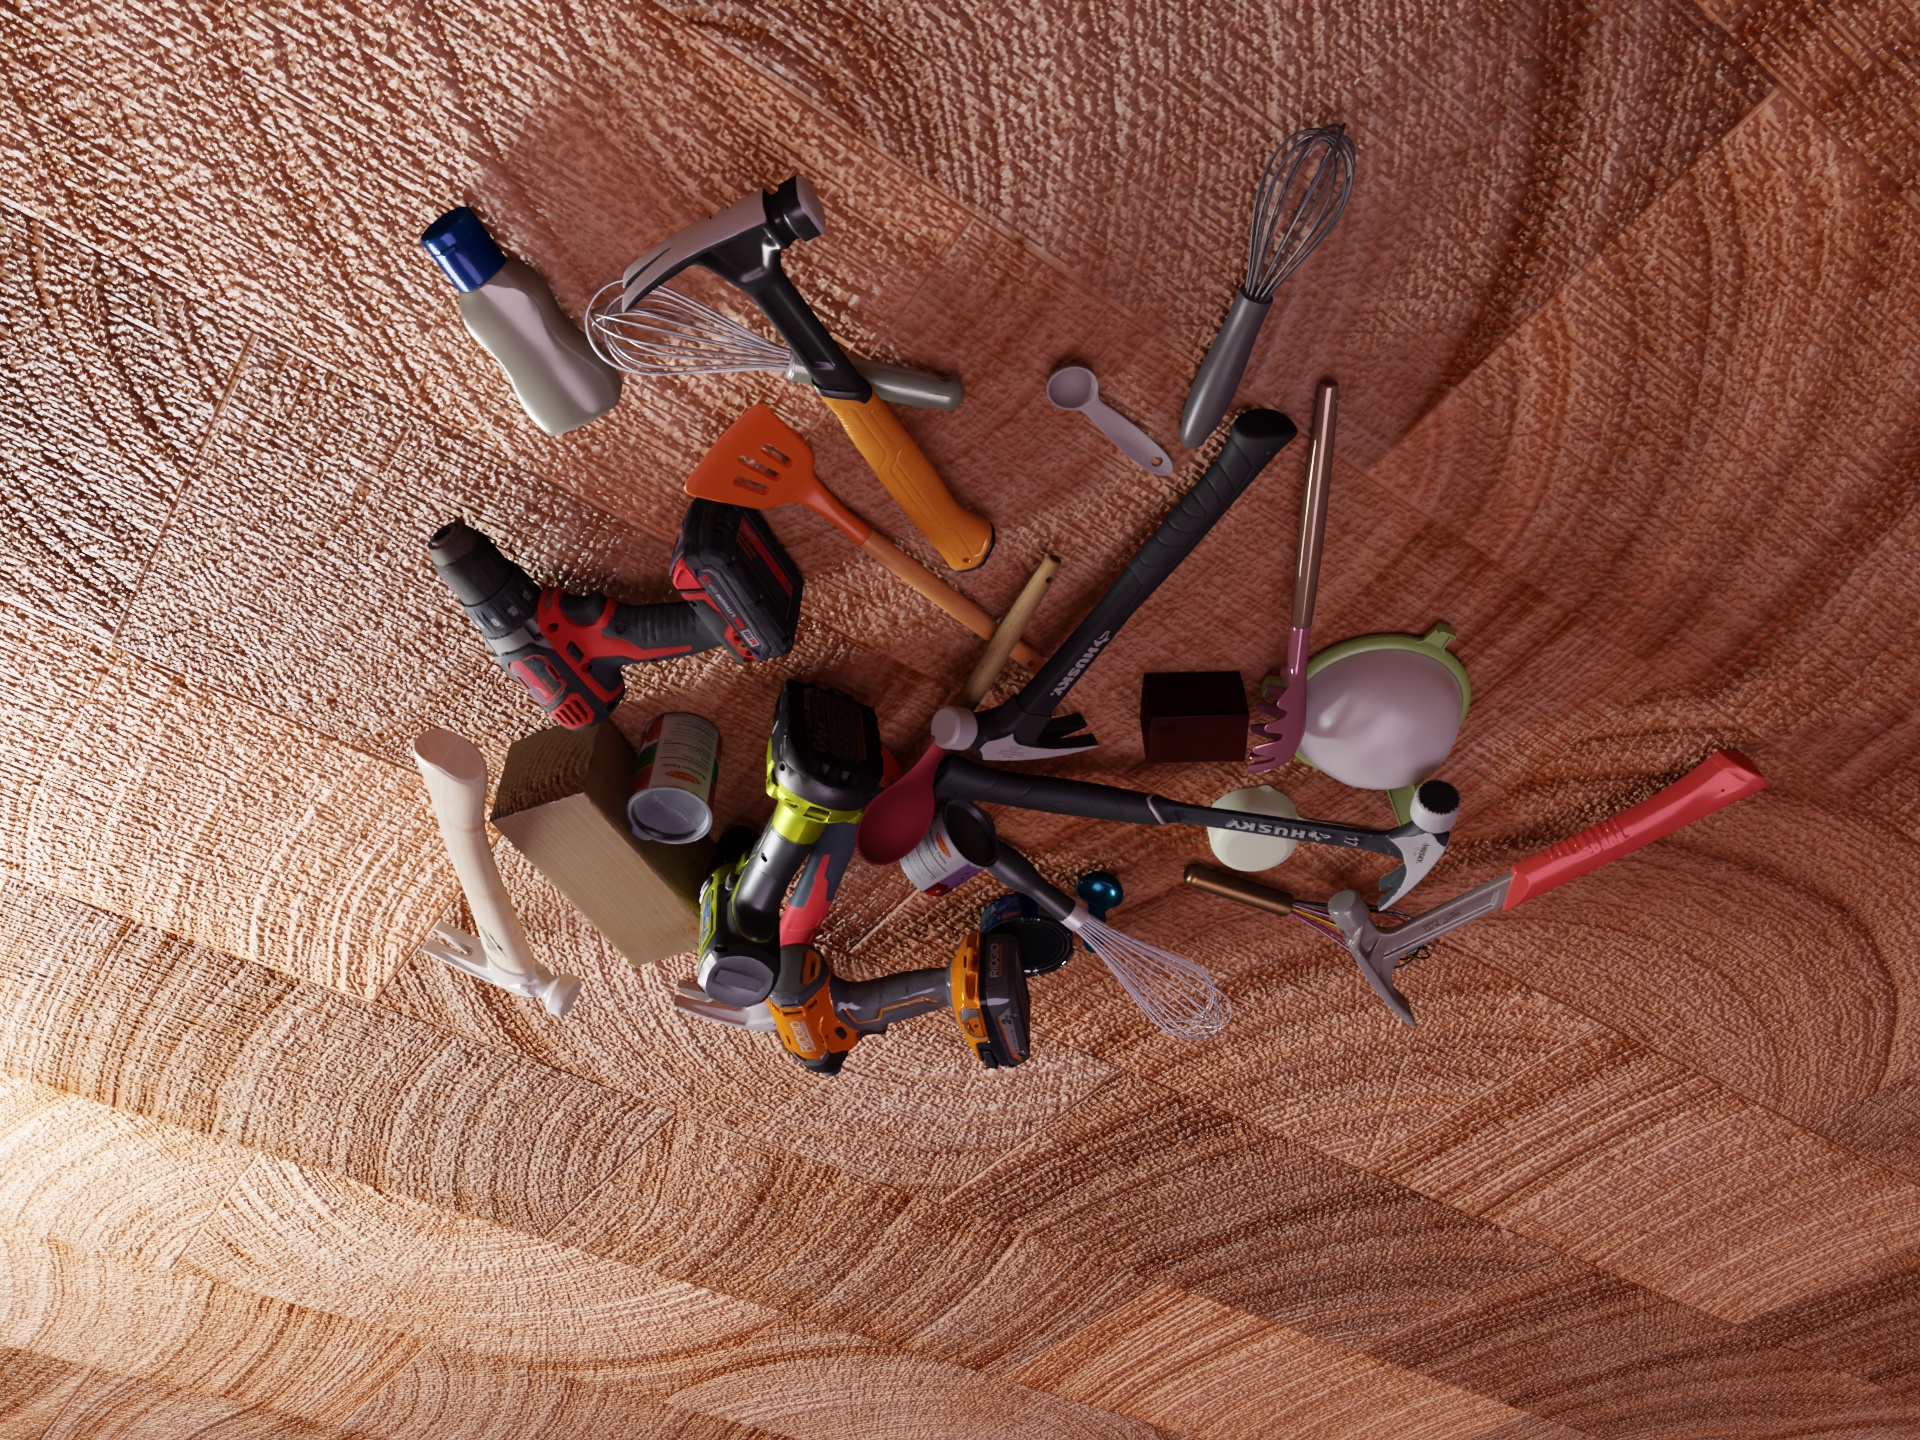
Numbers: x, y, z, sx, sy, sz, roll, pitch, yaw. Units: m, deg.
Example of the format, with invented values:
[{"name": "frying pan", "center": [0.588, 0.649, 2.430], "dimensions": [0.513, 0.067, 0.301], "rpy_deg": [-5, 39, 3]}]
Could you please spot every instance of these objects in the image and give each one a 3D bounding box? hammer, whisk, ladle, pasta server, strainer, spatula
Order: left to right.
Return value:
[{"name": "hammer", "center": [-0.394, 0.122, 1.276], "dimensions": [0.146, 0.038, 0.410], "rpy_deg": [22, 148, 7]}, {"name": "whisk", "center": [-0.115, -0.233, 1.017], "dimensions": [0.246, 0.058, 0.059], "rpy_deg": [9, 113, -15]}, {"name": "hammer", "center": [-0.145, 0.153, 1.397], "dimensions": [0.143, 0.038, 0.386], "rpy_deg": [15, 133, -12]}, {"name": "hammer", "center": [-0.071, -0.194, 1.012], "dimensions": [0.127, 0.034, 0.336], "rpy_deg": [-20, 144, 18]}, {"name": "spatula", "center": [-0.050, -0.113, 1.134], "dimensions": [0.322, 0.041, 0.081], "rpy_deg": [34, 110, -31]}, {"name": "ladle", "center": [-0.002, -0.004, 1.216], "dimensions": [0.069, 0.031, 0.315], "rpy_deg": [3, 133, -36]}, {"name": "whisk", "center": [0.123, 0.191, 1.393], "dimensions": [0.284, 0.070, 0.070], "rpy_deg": [38, 125, -12]}, {"name": "hammer", "center": [0.123, -0.089, 1.142], "dimensions": [0.146, 0.035, 0.334], "rpy_deg": [7, 133, -43]}, {"name": "hammer", "center": [0.178, 0.076, 1.276], "dimensions": [0.409, 0.036, 0.149], "rpy_deg": [8, 143, 7]}, {"name": "whisk", "center": [0.184, -0.262, 0.988], "dimensions": [0.055, 0.055, 0.238], "rpy_deg": [10, 137, -10]}, {"name": "pasta server", "center": [0.239, -0.093, 1.138], "dimensions": [0.040, 0.060, 0.316], "rpy_deg": [6, 125, 10]}, {"name": "whisk", "center": [0.312, 0.171, 1.412], "dimensions": [0.245, 0.047, 0.051], "rpy_deg": [18, 133, -13]}, {"name": "strainer", "center": [0.346, 0.044, 1.268], "dimensions": [0.151, 0.069, 0.256], "rpy_deg": [-17, 130, 16]}, {"name": "hammer", "center": [0.501, 0.132, 1.342], "dimensions": [0.359, 0.037, 0.149], "rpy_deg": [-30, 113, 17]}]

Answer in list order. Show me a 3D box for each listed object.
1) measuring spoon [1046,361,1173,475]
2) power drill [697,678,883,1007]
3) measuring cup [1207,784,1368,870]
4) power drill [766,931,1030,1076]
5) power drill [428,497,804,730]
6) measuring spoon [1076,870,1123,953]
[{"name": "measuring spoon", "center": [0.103, -0.203, 1.070], "dimensions": [0.034, 0.018, 0.124], "rpy_deg": [-34, 132, 28]}, {"name": "power drill", "center": [-0.144, 0.086, 1.251], "dimensions": [0.080, 0.191, 0.228], "rpy_deg": [19, 117, -18]}, {"name": "measuring cup", "center": [0.291, 0.103, 1.346], "dimensions": [0.167, 0.038, 0.083], "rpy_deg": [10, 133, -7]}, {"name": "power drill", "center": [-0.054, 0.264, 1.426], "dimensions": [0.226, 0.084, 0.164], "rpy_deg": [-5, 135, 8]}, {"name": "power drill", "center": [-0.247, -0.092, 1.135], "dimensions": [0.226, 0.080, 0.187], "rpy_deg": [-17, 132, 20]}, {"name": "measuring spoon", "center": [0.124, 0.171, 1.433], "dimensions": [0.042, 0.021, 0.128], "rpy_deg": [14, 144, 10]}]
